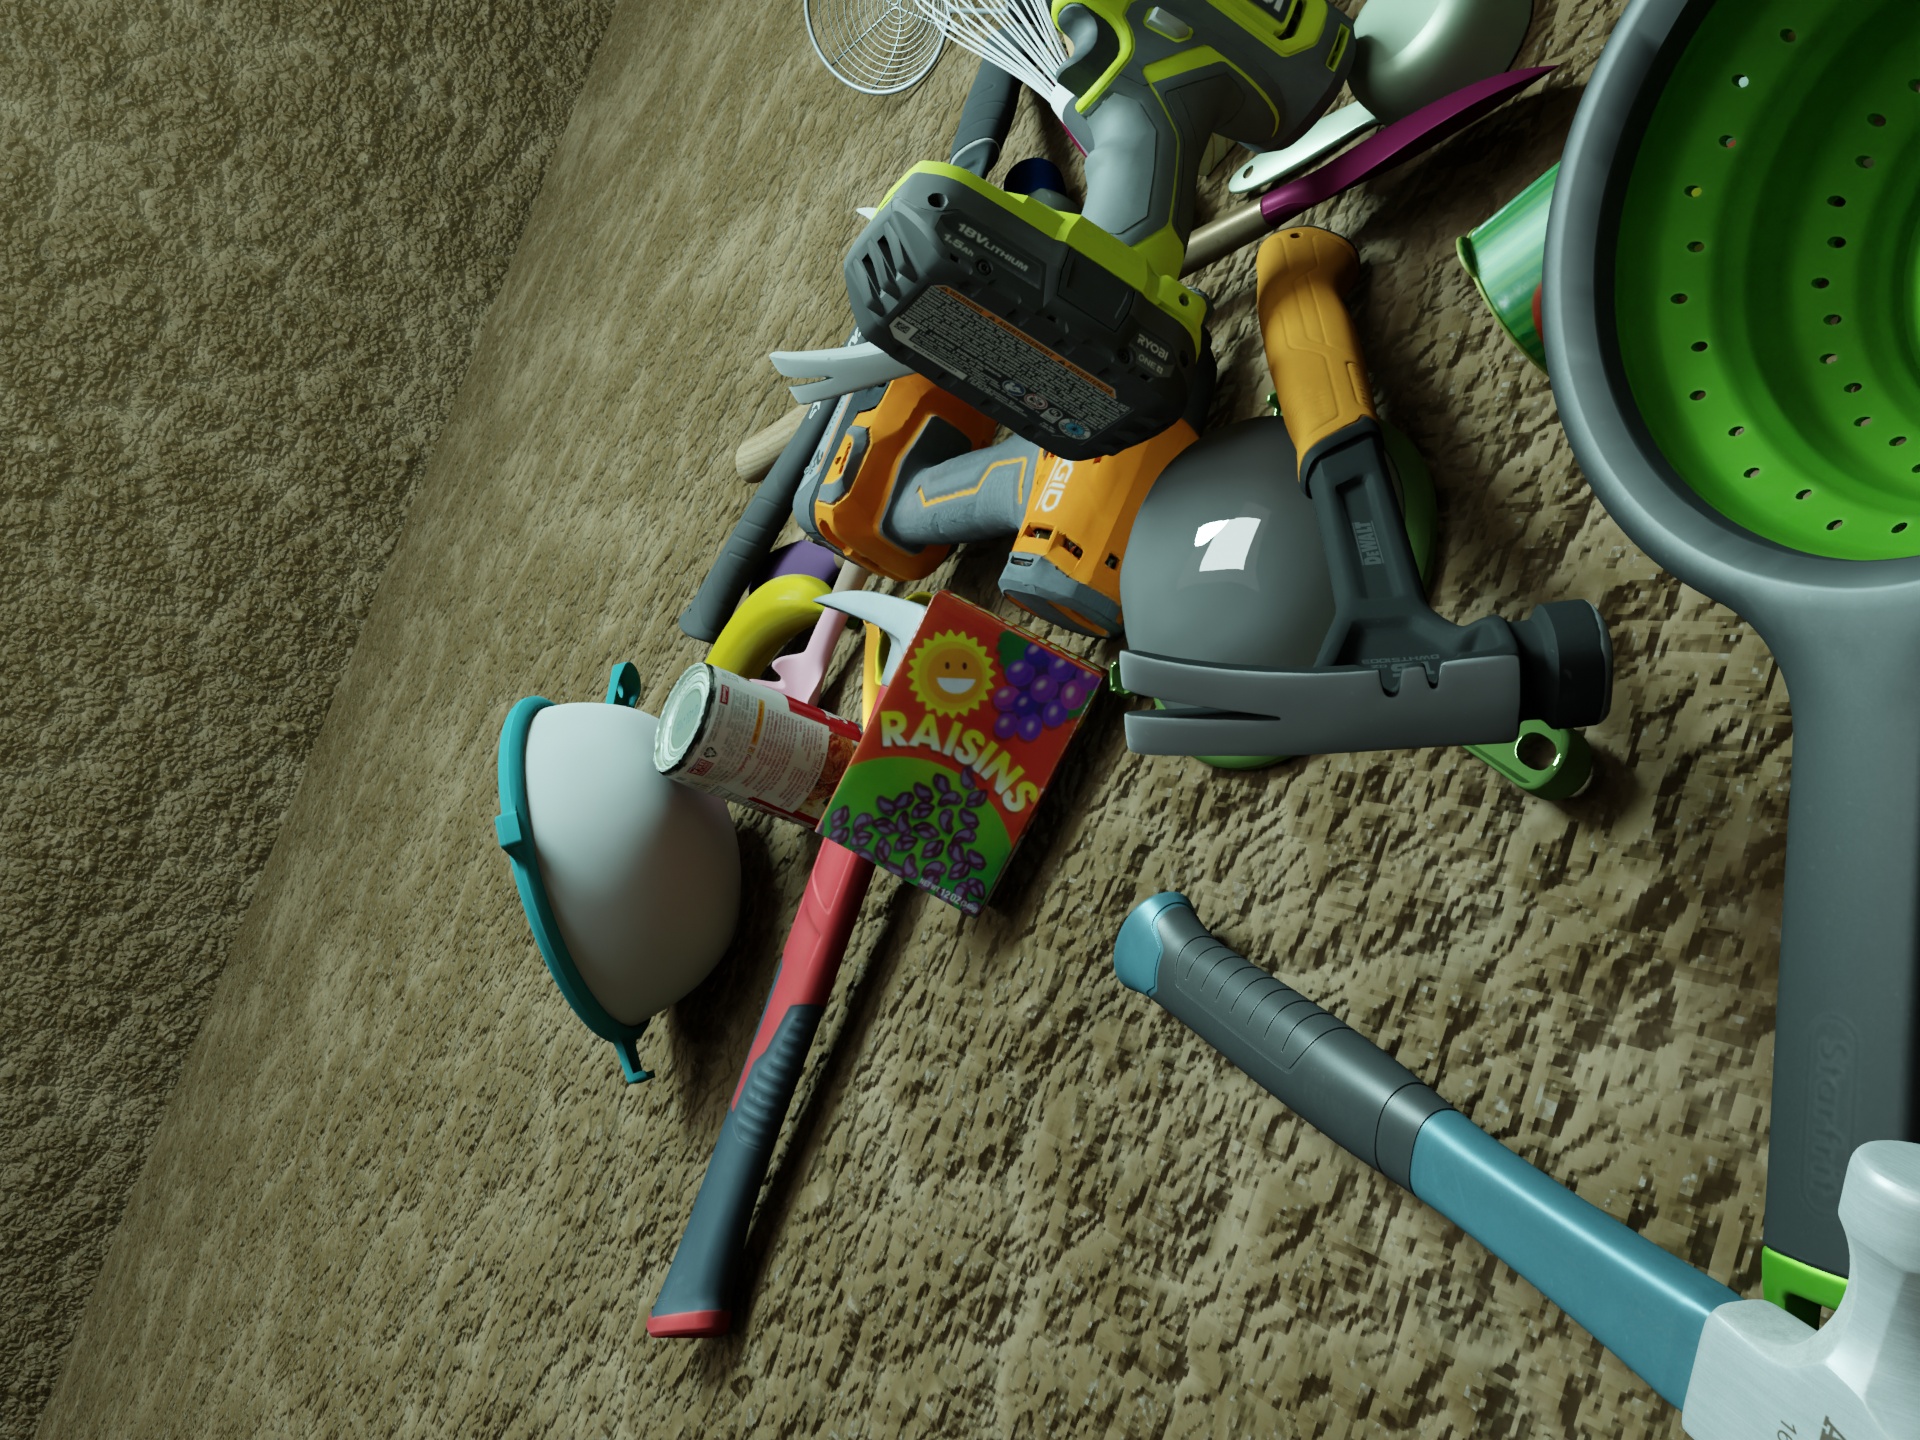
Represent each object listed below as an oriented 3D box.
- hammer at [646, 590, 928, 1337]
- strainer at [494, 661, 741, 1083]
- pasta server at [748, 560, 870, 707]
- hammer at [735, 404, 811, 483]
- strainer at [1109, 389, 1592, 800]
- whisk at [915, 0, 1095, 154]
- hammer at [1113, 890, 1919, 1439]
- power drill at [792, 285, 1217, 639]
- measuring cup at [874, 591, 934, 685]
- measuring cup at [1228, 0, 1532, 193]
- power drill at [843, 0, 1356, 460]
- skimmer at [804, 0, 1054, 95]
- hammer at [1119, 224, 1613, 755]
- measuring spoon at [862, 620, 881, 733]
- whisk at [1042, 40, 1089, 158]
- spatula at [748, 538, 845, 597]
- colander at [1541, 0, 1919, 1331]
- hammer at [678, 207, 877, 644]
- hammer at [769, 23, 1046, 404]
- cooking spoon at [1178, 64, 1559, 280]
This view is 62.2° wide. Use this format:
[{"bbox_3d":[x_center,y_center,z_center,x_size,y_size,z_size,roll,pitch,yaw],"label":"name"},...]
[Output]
[{"bbox_3d":[-0.086,0.123,0.805,0.143,0.038,0.386,22,92,50],"label":"hammer"},{"bbox_3d":[-0.189,0.043,0.988,0.095,0.210,0.341,-16,31,4],"label":"strainer"},{"bbox_3d":[-0.065,-0.093,0.928,0.060,0.040,0.316,45,117,41],"label":"pasta server"},{"bbox_3d":[-0.068,-0.220,1.064,0.331,0.031,0.130,-18,54,55],"label":"hammer"},{"bbox_3d":[0.122,-0.041,0.573,0.151,0.069,0.257,-60,28,11],"label":"strainer"},{"bbox_3d":[0.048,-0.351,0.854,0.070,0.070,0.285,-48,54,30],"label":"whisk"},{"bbox_3d":[0.130,0.118,0.459,0.331,0.033,0.128,-149,64,-66],"label":"hammer"},{"bbox_3d":[0.026,-0.135,0.778,0.227,0.084,0.164,18,82,51],"label":"power drill"},{"bbox_3d":[-0.001,-0.003,0.811,0.062,0.029,0.157,-48,45,26],"label":"measuring cup"},{"bbox_3d":[0.169,-0.279,0.699,0.167,0.038,0.083,-16,56,52],"label":"measuring cup"},{"bbox_3d":[0.044,-0.237,0.619,0.080,0.190,0.229,-23,43,63],"label":"power drill"},{"bbox_3d":[-0.011,-0.499,1.111,0.364,0.090,0.127,-136,40,-57],"label":"skimmer"},{"bbox_3d":[0.121,-0.100,0.551,0.337,0.127,0.034,-81,-16,-54],"label":"hammer"},{"bbox_3d":[-0.046,-0.023,0.910,0.021,0.011,0.117,-36,45,39],"label":"measuring spoon"},{"bbox_3d":[0.081,-0.309,0.868,0.047,0.051,0.245,-38,42,33],"label":"whisk"},{"bbox_3d":[-0.059,-0.102,0.977,0.316,0.018,0.060,-14,76,55],"label":"spatula"},{"bbox_3d":[0.241,-0.038,0.373,0.204,0.094,0.397,4,91,64],"label":"colander"},{"bbox_3d":[-0.103,-0.174,1.026,0.334,0.035,0.146,-53,36,34],"label":"hammer"},{"bbox_3d":[0.001,-0.302,0.891,0.149,0.036,0.409,-16,37,23],"label":"hammer"},{"bbox_3d":[0.120,-0.218,0.711,0.069,0.017,0.319,-32,11,-36],"label":"cooking spoon"}]
